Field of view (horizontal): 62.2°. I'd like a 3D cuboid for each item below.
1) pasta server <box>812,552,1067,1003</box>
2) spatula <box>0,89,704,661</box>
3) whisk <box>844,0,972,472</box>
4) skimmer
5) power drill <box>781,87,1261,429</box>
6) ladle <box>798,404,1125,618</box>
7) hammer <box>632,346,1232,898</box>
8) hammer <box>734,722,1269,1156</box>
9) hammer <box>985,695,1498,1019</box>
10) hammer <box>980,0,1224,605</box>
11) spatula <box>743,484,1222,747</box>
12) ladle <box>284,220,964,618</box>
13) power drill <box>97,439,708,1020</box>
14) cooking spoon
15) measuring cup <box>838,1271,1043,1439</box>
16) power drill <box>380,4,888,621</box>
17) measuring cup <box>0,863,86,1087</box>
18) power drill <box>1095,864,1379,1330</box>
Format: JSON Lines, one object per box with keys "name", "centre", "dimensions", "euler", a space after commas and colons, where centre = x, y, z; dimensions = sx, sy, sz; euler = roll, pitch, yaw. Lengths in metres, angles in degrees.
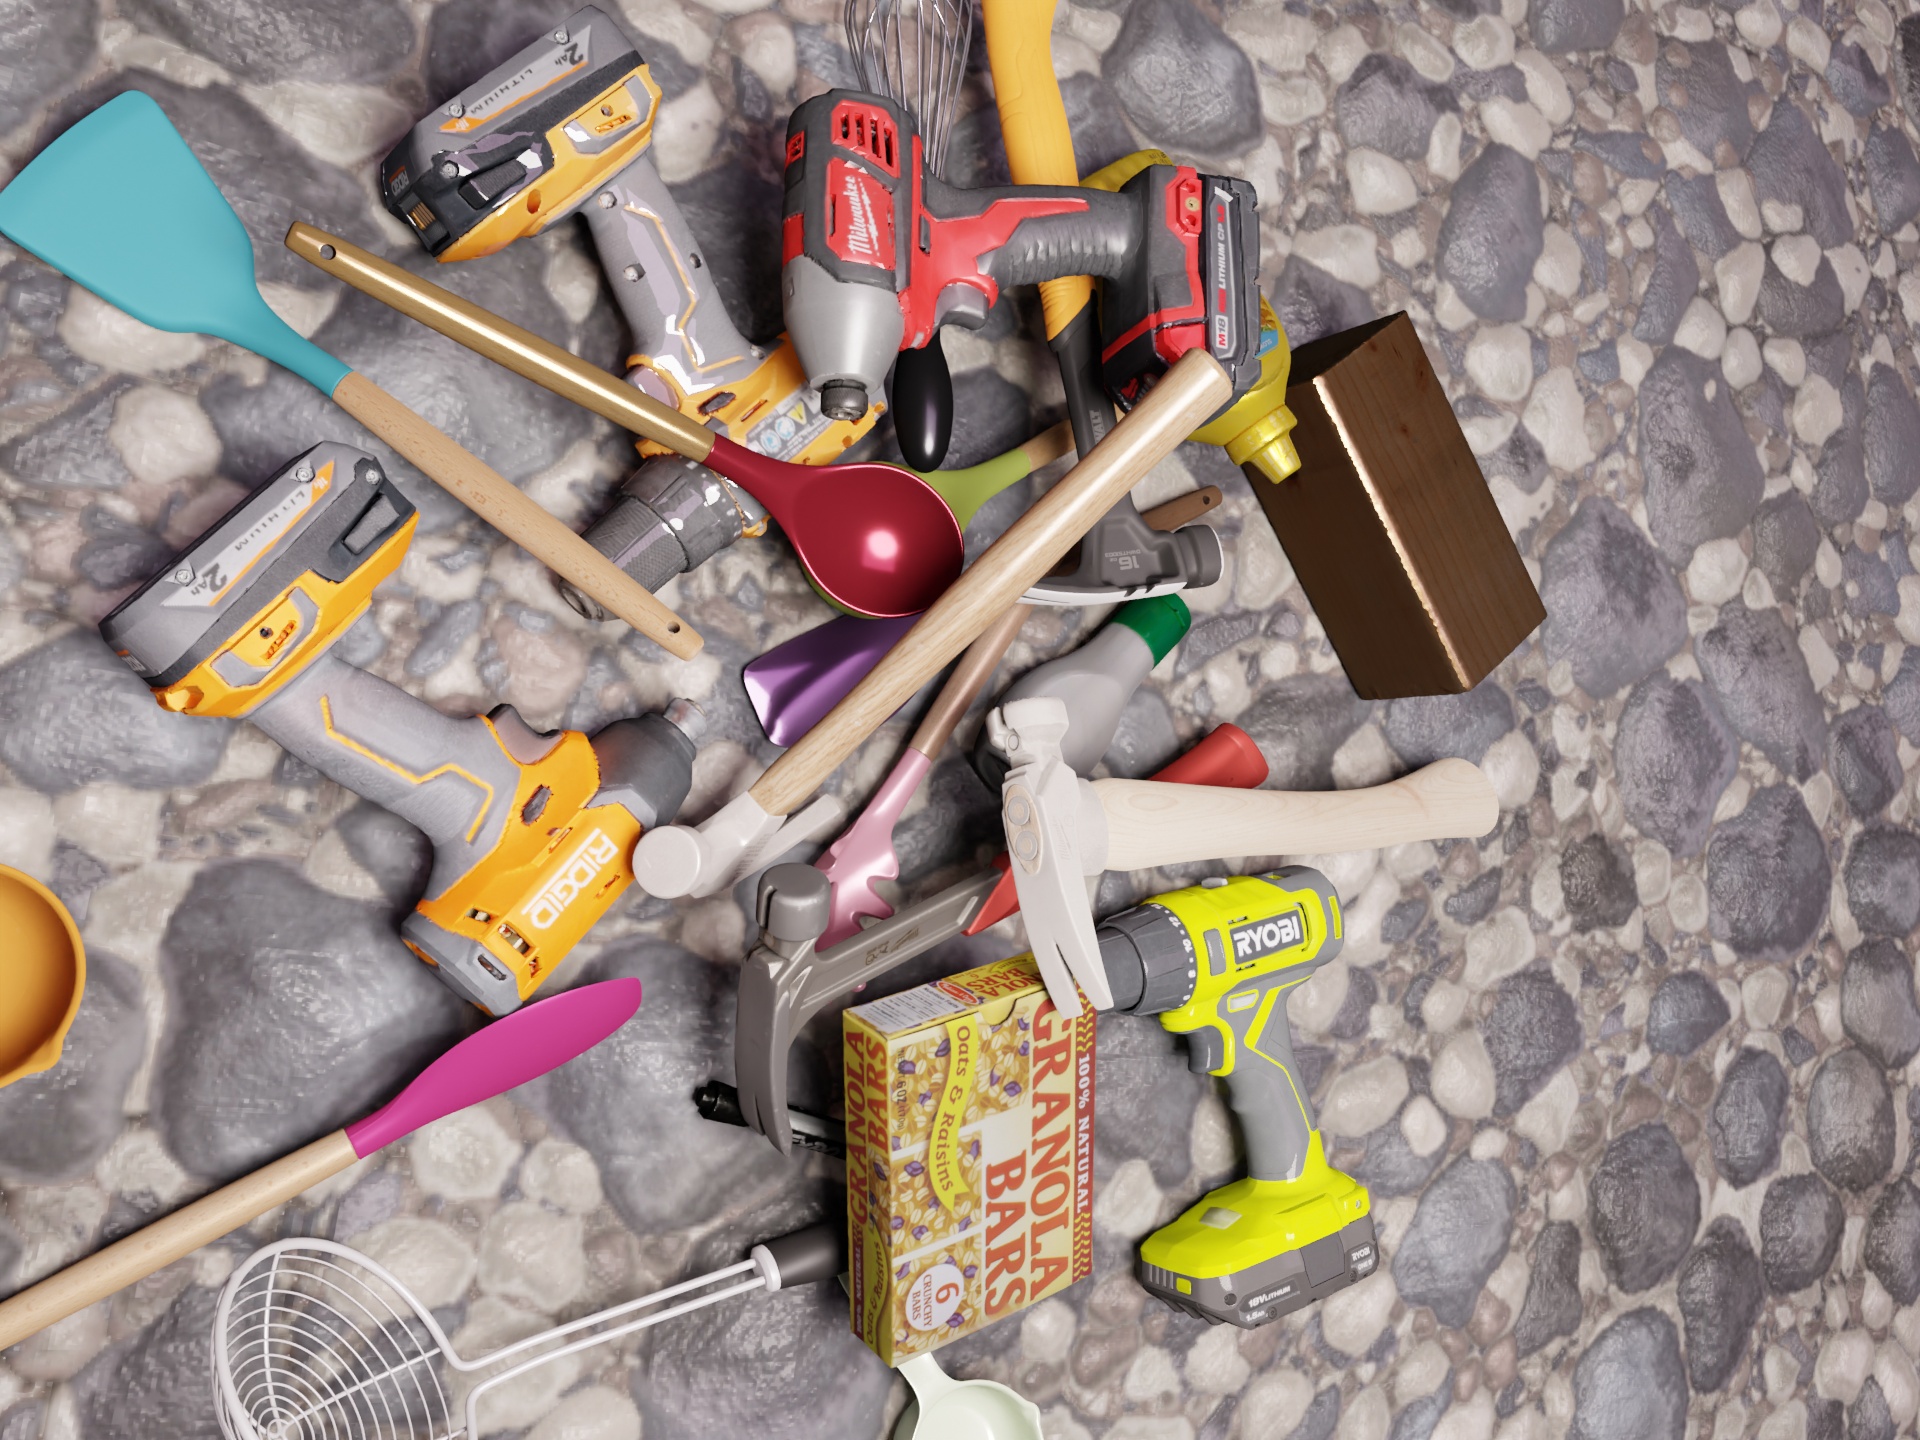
{"name": "pasta server", "centre": [-0.001, -0.003, 0.809], "dimensions": [0.316, 0.040, 0.060], "euler": [-58, 137, -15]}
{"name": "spatula", "centre": [-0.236, -0.127, 0.660], "dimensions": [0.317, 0.044, 0.082], "euler": [37, 66, -6]}
{"name": "whisk", "centre": [-0.022, -0.261, 0.795], "dimensions": [0.070, 0.070, 0.285], "euler": [3, 80, -31]}
{"name": "skimmer", "centre": [-0.133, 0.246, 0.699], "dimensions": [0.363, 0.090, 0.127], "euler": [-8, 47, -34]}
{"name": "power drill", "centre": [0.025, -0.199, 0.734], "dimensions": [0.219, 0.078, 0.143], "euler": [4, 81, -20]}
{"name": "ladle", "centre": [0.043, -0.146, 0.861], "dimensions": [0.320, 0.062, 0.078], "euler": [-34, 100, -35]}
{"name": "hammer", "centre": [-0.006, -0.041, 0.718], "dimensions": [0.331, 0.130, 0.031], "euler": [-44, 81, 6]}
{"name": "hammer", "centre": [0.036, 0.084, 0.812], "dimensions": [0.359, 0.037, 0.149], "euler": [-22, 131, -40]}
{"name": "hammer", "centre": [0.179, 0.064, 0.858], "dimensions": [0.410, 0.038, 0.146], "euler": [1, 72, -43]}
{"name": "hammer", "centre": [0.045, -0.225, 0.804], "dimensions": [0.127, 0.034, 0.337], "euler": [-8, 86, -23]}
{"name": "spatula", "centre": [0.025, -0.065, 0.852], "dimensions": [0.316, 0.018, 0.059], "euler": [-28, 100, -28]}
{"name": "ladle", "centre": [-0.131, -0.127, 0.682], "dimensions": [0.315, 0.031, 0.069], "euler": [25, 91, -29]}
{"name": "power drill", "centre": [-0.217, -0.005, 0.672], "dimensions": [0.164, 0.084, 0.226], "euler": [-50, 116, -23]}
{"name": "cooking spoon", "centre": [-0.273, 0.186, 0.648], "dimensions": [0.319, 0.068, 0.017], "euler": [-26, 64, -24]}
{"name": "measuring cup", "centre": [-0.023, 0.333, 0.800], "dimensions": [0.083, 0.038, 0.167], "euler": [-31, 86, -31]}
{"name": "power drill", "centre": [-0.158, -0.173, 0.717], "dimensions": [0.185, 0.084, 0.226], "euler": [-47, 114, -22]}
{"name": "measuring cup", "centre": [-0.399, 0.123, 0.572], "dimensions": [0.095, 0.052, 0.174], "euler": [48, 68, -20]}
{"name": "power drill", "centre": [0.139, 0.204, 0.875], "dimensions": [0.190, 0.080, 0.228], "euler": [-10, 90, -32]}
